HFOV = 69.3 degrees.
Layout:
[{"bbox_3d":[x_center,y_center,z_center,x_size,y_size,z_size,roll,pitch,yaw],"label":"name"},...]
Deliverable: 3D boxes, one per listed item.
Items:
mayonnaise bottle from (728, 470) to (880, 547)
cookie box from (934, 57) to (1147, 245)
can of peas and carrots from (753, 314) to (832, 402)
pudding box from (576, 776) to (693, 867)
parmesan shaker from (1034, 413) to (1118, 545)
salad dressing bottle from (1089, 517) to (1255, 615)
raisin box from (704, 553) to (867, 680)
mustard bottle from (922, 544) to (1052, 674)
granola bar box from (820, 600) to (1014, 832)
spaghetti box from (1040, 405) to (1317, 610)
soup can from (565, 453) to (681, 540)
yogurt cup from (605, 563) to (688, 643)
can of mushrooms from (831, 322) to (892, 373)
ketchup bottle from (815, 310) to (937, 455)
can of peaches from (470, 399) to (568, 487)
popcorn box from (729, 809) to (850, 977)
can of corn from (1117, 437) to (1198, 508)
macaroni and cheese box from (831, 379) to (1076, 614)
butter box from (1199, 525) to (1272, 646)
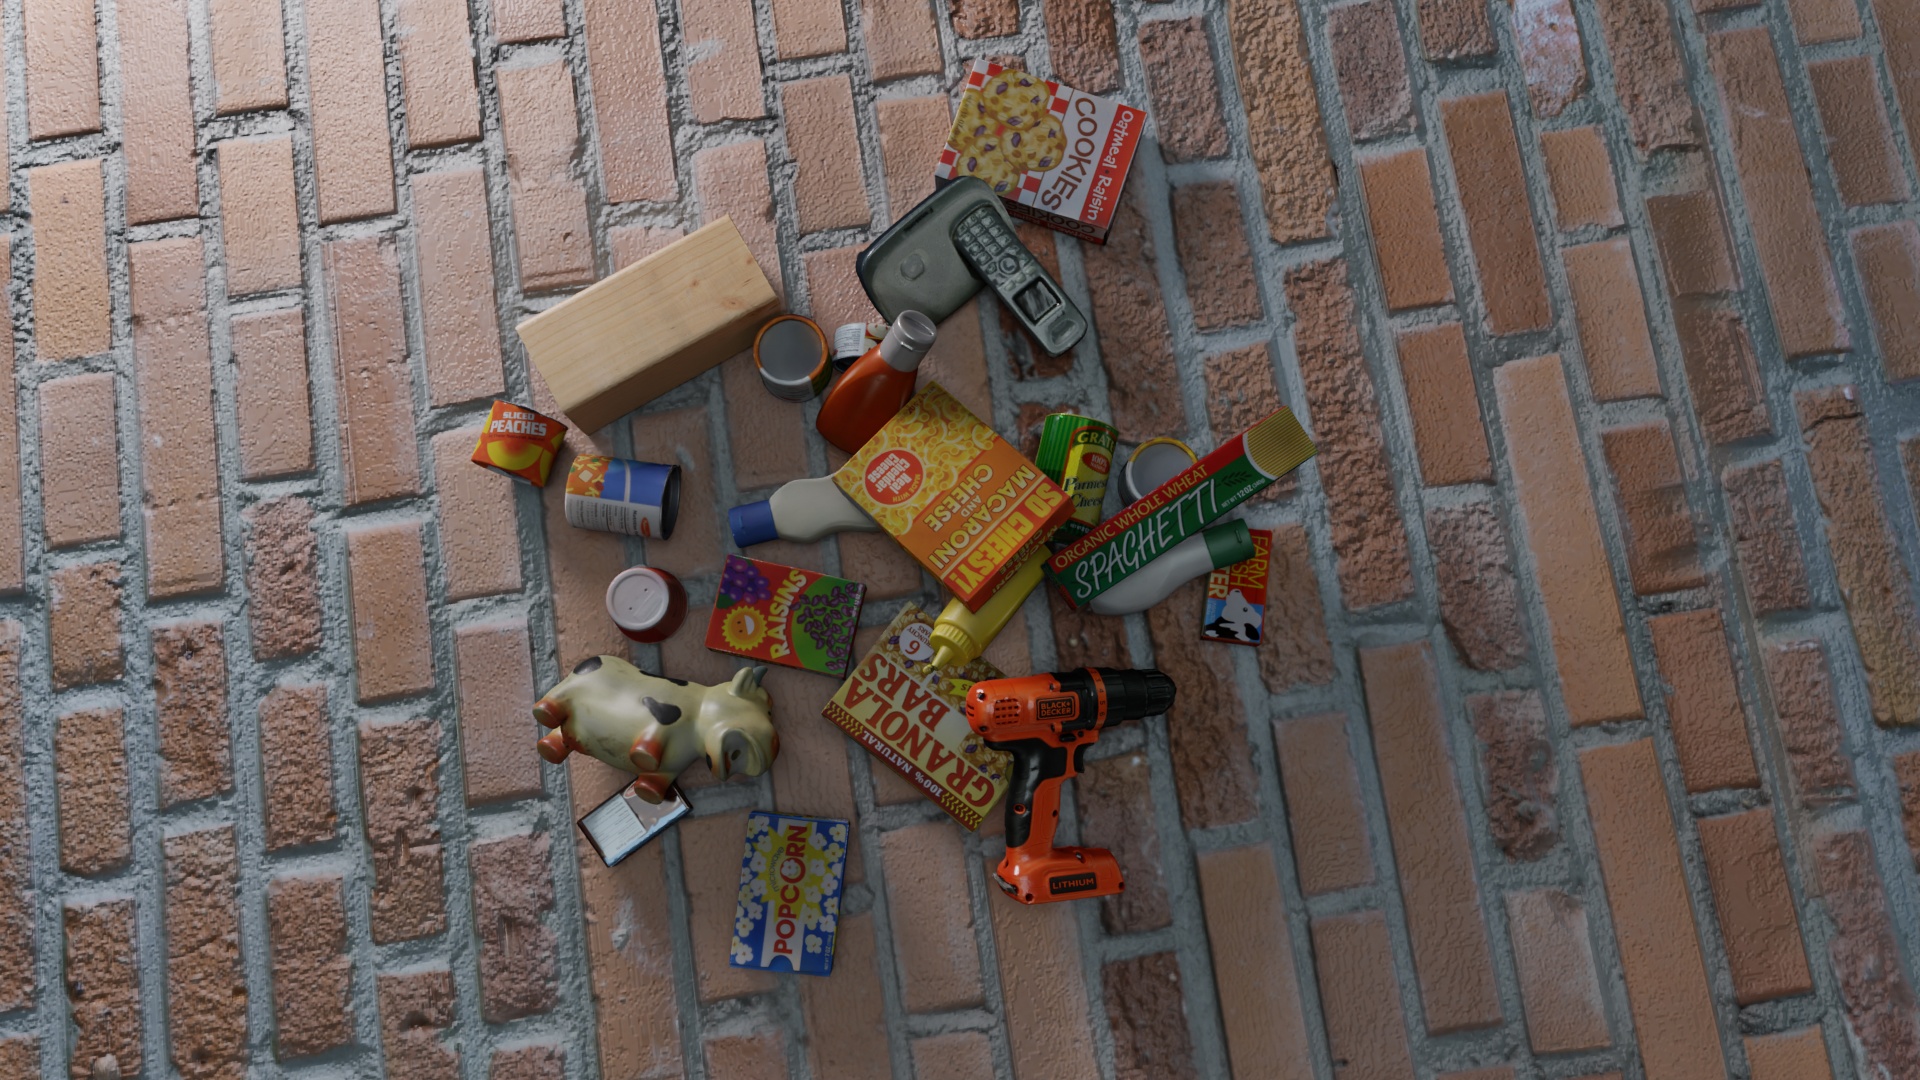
[{"bbox_3d":[-0.127,-0.028,1.219,0.148,0.041,0.065,-14,80,-3],"label":"mayonnaise bottle"},{"bbox_3d":[0.074,-0.358,1.281,0.167,0.040,0.123,19,80,3],"label":"cookie box"},{"bbox_3d":[-0.148,-0.164,1.232,0.071,0.058,0.071,0,81,-2],"label":"can of peas and carrots"},{"bbox_3d":[-0.274,0.232,1.175,0.084,0.030,0.050,-36,82,-7],"label":"pudding box"},{"bbox_3d":[0.098,-0.051,1.217,0.071,0.071,0.103,13,81,1],"label":"parmesan shaker"},{"bbox_3d":[0.179,0.020,1.201,0.147,0.044,0.064,-18,74,7],"label":"salad dressing bottle"},{"bbox_3d":[-0.150,0.066,1.203,0.123,0.040,0.086,12,81,0],"label":"raisin box"},{"bbox_3d":[0.016,0.060,1.172,0.049,0.065,0.161,42,58,-4],"label":"mustard bottle"},{"bbox_3d":[-0.017,0.150,1.191,0.165,0.039,0.124,37,81,5],"label":"granola bar box"},{"bbox_3d":[0.185,-0.027,1.172,0.250,0.028,0.050,-33,87,-5],"label":"spaghetti box"},{"bbox_3d":[-0.291,-0.040,1.205,0.084,0.071,0.071,8,80,0],"label":"soup can"},{"bbox_3d":[-0.272,0.053,1.194,0.072,0.054,0.072,0,81,-2],"label":"yogurt cup"},{"bbox_3d":[-0.078,-0.167,1.232,0.071,0.071,0.033,4,79,-1],"label":"can of mushrooms"},{"bbox_3d":[-0.068,-0.134,1.186,0.065,0.148,0.044,30,45,-10],"label":"ketchup bottle"},{"bbox_3d":[-0.384,-0.084,1.207,0.071,0.071,0.058,19,82,2],"label":"can of peaches"},{"bbox_3d":[-0.142,0.294,1.164,0.085,0.038,0.127,6,80,-1],"label":"popcorn box"},{"bbox_3d":[0.177,-0.054,1.221,0.071,0.058,0.071,0,81,-1],"label":"can of corn"},{"bbox_3d":[-0.006,-0.038,1.158,0.124,0.040,0.167,-45,66,-7],"label":"macaroni and cheese box"},{"bbox_3d":[0.243,0.039,1.224,0.053,0.024,0.103,8,80,1],"label":"butter box"}]
